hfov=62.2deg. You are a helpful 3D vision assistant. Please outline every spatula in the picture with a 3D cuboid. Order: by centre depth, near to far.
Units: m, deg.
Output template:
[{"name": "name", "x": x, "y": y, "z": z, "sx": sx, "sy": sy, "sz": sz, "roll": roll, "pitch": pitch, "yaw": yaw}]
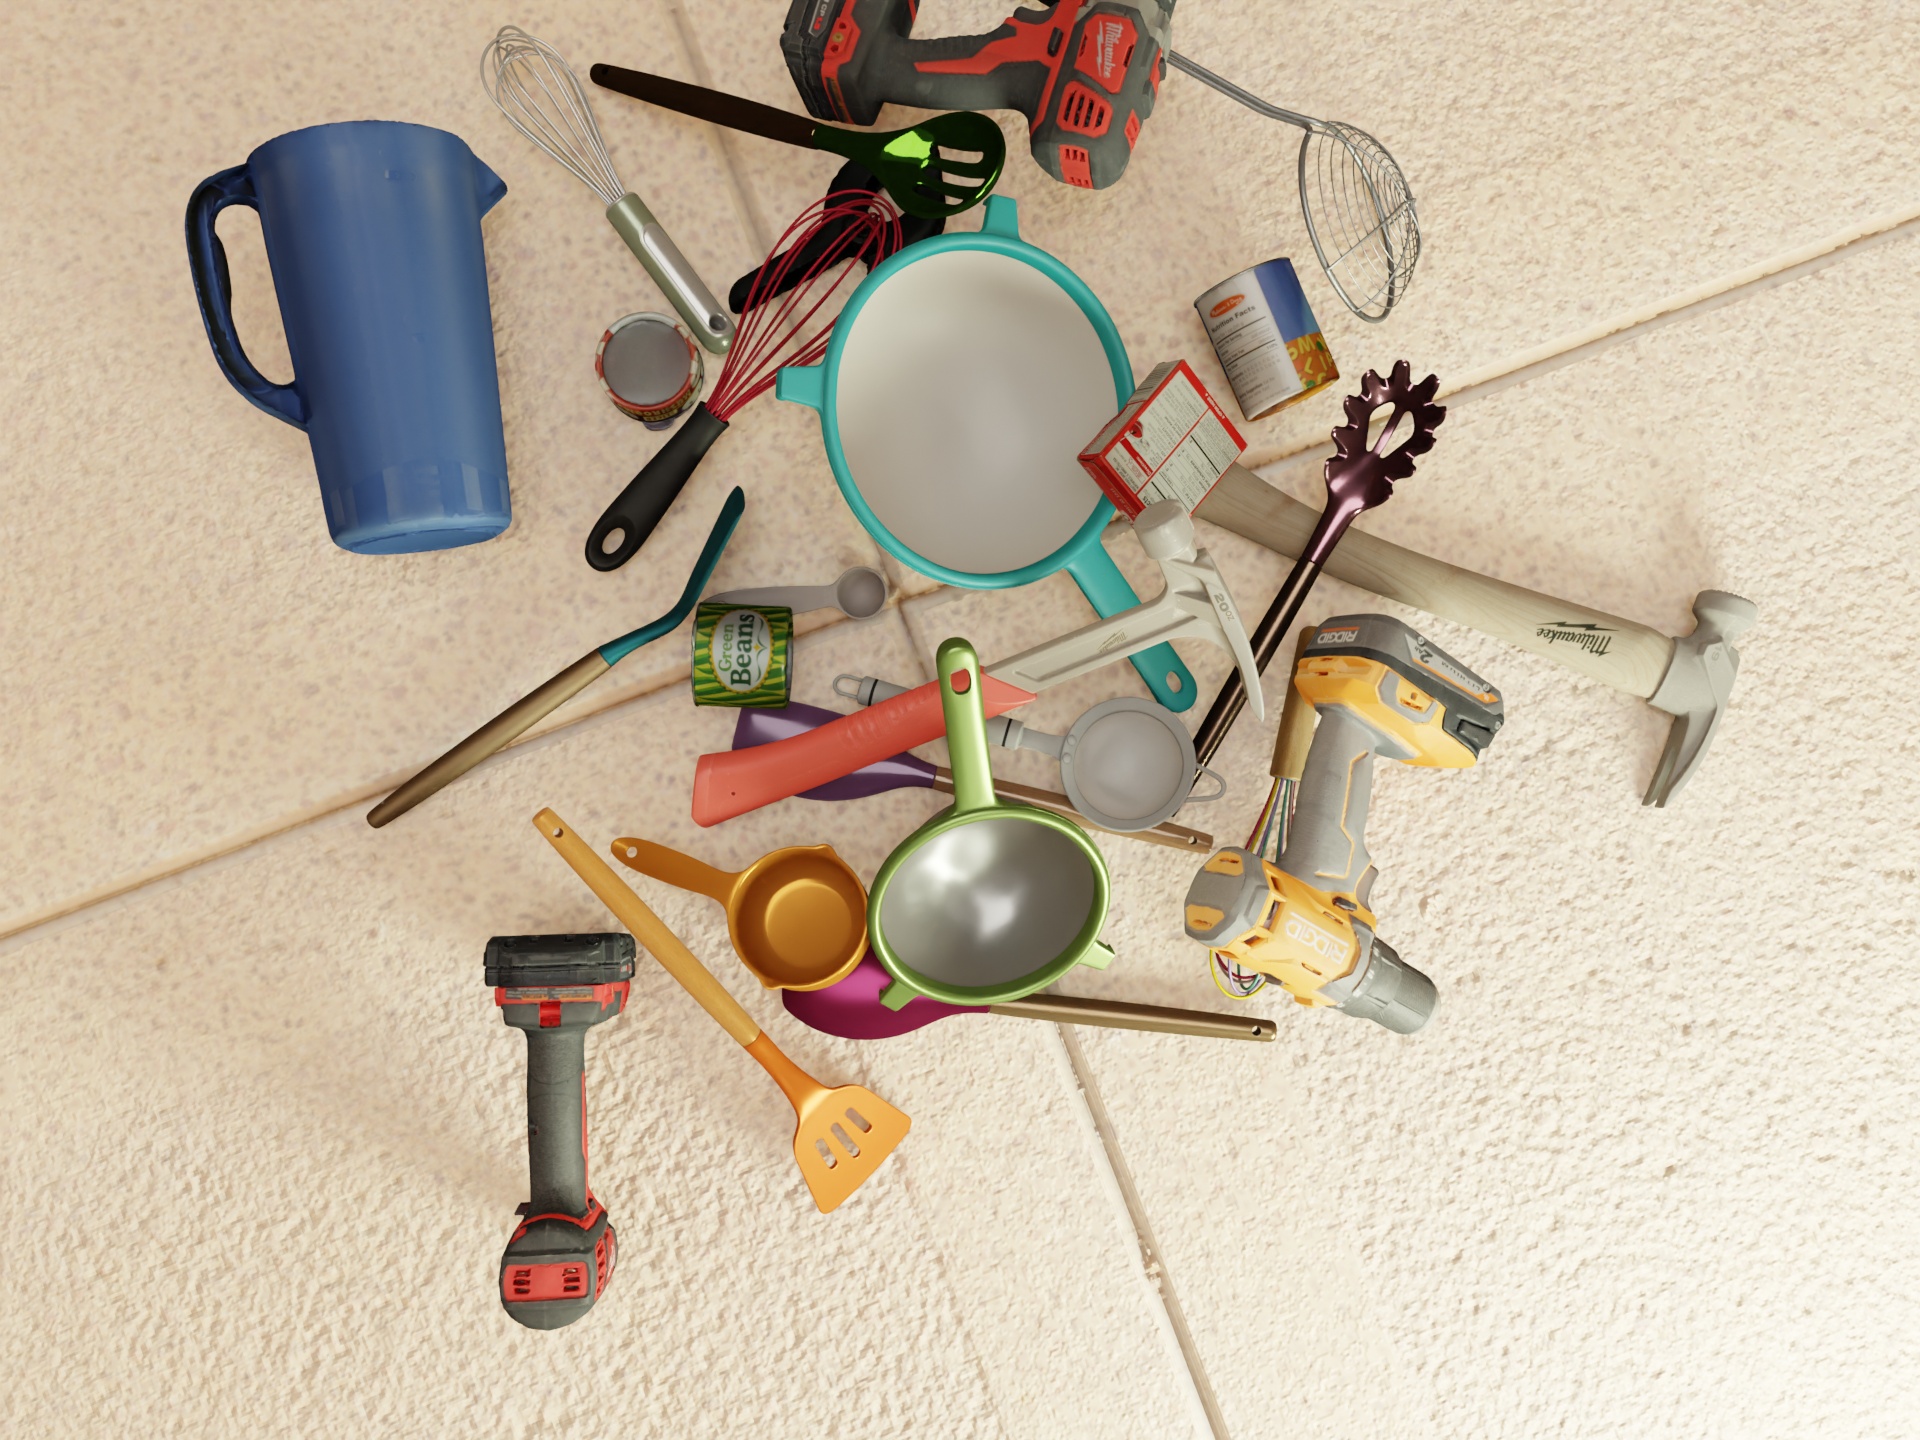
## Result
[{"name": "spatula", "x": -0.144, "y": 0.171, "z": 0.949, "sx": 0.081, "sy": 0.041, "sz": 0.322, "roll": -44, "pitch": 109, "yaw": -16}, {"name": "spatula", "x": -0.253, "y": -0.034, "z": 1.005, "sx": 0.317, "sy": 0.082, "sz": 0.044, "roll": -36, "pitch": 112, "yaw": 2}, {"name": "spatula", "x": 0.008, "y": 0.045, "z": 1.025, "sx": 0.316, "sy": 0.018, "sz": 0.060, "roll": 13, "pitch": 91, "yaw": 0}]

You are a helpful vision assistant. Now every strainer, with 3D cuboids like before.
[{"name": "strainer", "x": 0.007, "y": 0.055, "z": 0.961, "sx": 0.151, "sy": 0.069, "sz": 0.256, "roll": -11, "pitch": 120, "yaw": -5}, {"name": "strainer", "x": 0.034, "y": -0.138, "z": 1.005, "sx": 0.211, "sy": 0.095, "sz": 0.340, "roll": -44, "pitch": 111, "yaw": -17}, {"name": "strainer", "x": 0.042, "y": 0.010, "z": 1.017, "sx": 0.258, "sy": 0.050, "sz": 0.087, "roll": 16, "pitch": 82, "yaw": 5}]

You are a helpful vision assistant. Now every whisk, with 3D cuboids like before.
[{"name": "whisk", "x": -0.140, "y": -0.206, "z": 0.989, "sx": 0.073, "sy": 0.073, "sz": 0.296, "roll": 42, "pitch": 103, "yaw": 0}, {"name": "whisk", "x": 0.202, "y": 0.058, "z": 1.019, "sx": 0.047, "sy": 0.051, "sz": 0.245, "roll": 13, "pitch": 85, "yaw": 4}, {"name": "whisk", "x": -0.222, "y": -0.338, "z": 1.019, "sx": 0.058, "sy": 0.059, "sz": 0.246, "roll": -39, "pitch": 94, "yaw": -30}]

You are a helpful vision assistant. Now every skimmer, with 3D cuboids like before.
[{"name": "skimmer", "x": 0.142, "y": -0.388, "z": 1.026, "sx": 0.363, "sy": 0.127, "sz": 0.090, "roll": 35, "pitch": 131, "yaw": 11}]

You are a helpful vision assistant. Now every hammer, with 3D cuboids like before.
[{"name": "hammer", "x": -0.002, "y": -0.003, "z": 0.972, "sx": 0.359, "sy": 0.037, "sz": 0.149, "roll": -22, "pitch": 119, "yaw": 14}, {"name": "hammer", "x": 0.300, "y": -0.080, "z": 1.030, "sx": 0.410, "sy": 0.038, "sz": 0.146, "roll": 21, "pitch": 89, "yaw": 0}]

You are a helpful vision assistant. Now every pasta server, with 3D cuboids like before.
[{"name": "pasta server", "x": 0.206, "y": -0.076, "z": 0.997, "sx": 0.060, "sy": 0.040, "sz": 0.316, "roll": 31, "pitch": 100, "yaw": 12}]

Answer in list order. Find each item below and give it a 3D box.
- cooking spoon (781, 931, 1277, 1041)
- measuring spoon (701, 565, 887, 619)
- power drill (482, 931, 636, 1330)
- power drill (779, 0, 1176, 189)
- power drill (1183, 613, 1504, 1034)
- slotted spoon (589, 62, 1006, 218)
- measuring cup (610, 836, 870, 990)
[{"name": "cooking spoon", "x": 0.044, "y": 0.183, "z": 1.021, "sx": 0.319, "sy": 0.017, "sz": 0.069, "roll": 6, "pitch": 88, "yaw": -1}, {"name": "measuring spoon", "x": -0.108, "y": -0.078, "z": 1.030, "sx": 0.124, "sy": 0.018, "sz": 0.034, "roll": -5, "pitch": 94, "yaw": 5}, {"name": "power drill", "x": -0.238, "y": 0.239, "z": 0.956, "sx": 0.078, "sy": 0.143, "sz": 0.220, "roll": -1, "pitch": 82, "yaw": -6}, {"name": "power drill", "x": 0.023, "y": -0.437, "z": 0.979, "sx": 0.227, "sy": 0.080, "sz": 0.188, "roll": 16, "pitch": 82, "yaw": 13}, {"name": "power drill", "x": 0.254, "y": 0.071, "z": 0.980, "sx": 0.185, "sy": 0.084, "sz": 0.226, "roll": 31, "pitch": 77, "yaw": -22}, {"name": "slotted spoon", "x": -0.106, "y": -0.366, "z": 0.975, "sx": 0.314, "sy": 0.031, "sz": 0.070, "roll": 23, "pitch": 86, "yaw": 23}, {"name": "measuring cup", "x": -0.137, "y": 0.112, "z": 1.003, "sx": 0.173, "sy": 0.052, "sz": 0.095, "roll": 20, "pitch": 78, "yaw": 11}]
